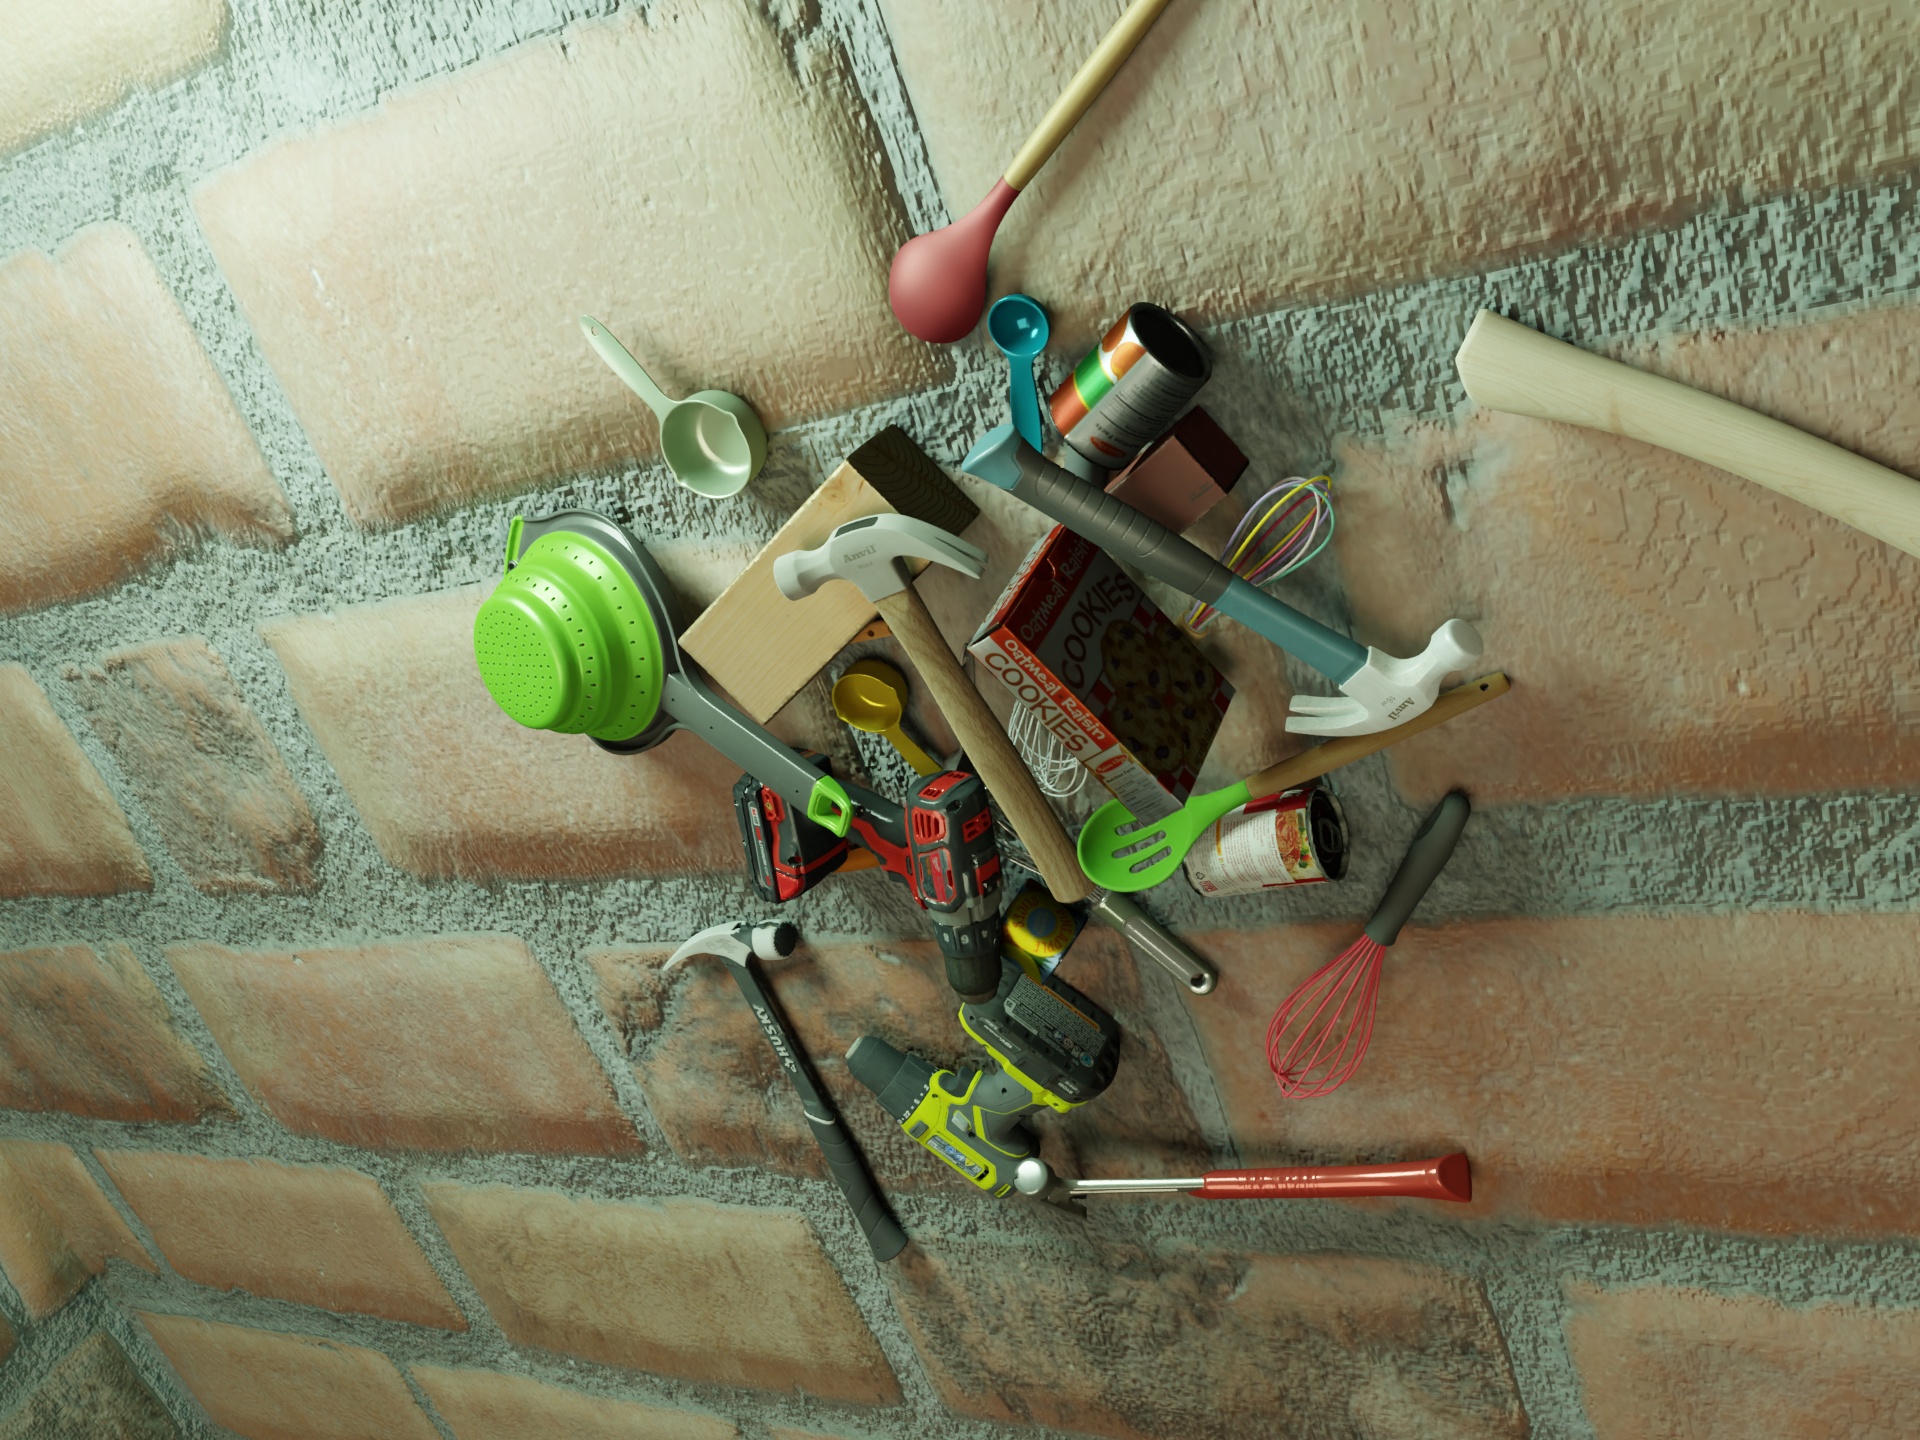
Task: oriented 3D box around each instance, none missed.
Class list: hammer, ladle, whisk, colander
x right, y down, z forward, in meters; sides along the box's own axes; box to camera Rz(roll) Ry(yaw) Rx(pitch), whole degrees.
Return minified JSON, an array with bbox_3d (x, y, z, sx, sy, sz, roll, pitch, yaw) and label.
[{"bbox_3d":[0.011,0.000,1.097,0.130,0.031,0.331,-19,119,24],"label":"hammer"},{"bbox_3d":[0.048,-0.343,0.956,0.069,0.031,0.315,42,128,-4],"label":"ladle"},{"bbox_3d":[0.472,-0.139,0.858,0.411,0.038,0.146,26,127,11],"label":"hammer"},{"bbox_3d":[0.075,-0.068,1.106,0.070,0.070,0.284,17,122,18],"label":"whisk"},{"bbox_3d":[-0.147,0.361,1.515,0.149,0.036,0.408,-8,116,33],"label":"hammer"},{"bbox_3d":[0.293,0.168,1.142,0.073,0.073,0.295,27,124,10],"label":"whisk"},{"bbox_3d":[0.152,-0.090,0.996,0.331,0.033,0.128,29,138,-8],"label":"hammer"},{"bbox_3d":[0.233,0.382,1.304,0.359,0.037,0.149,-9,153,23],"label":"hammer"},{"bbox_3d":[0.171,-0.078,1.057,0.051,0.047,0.245,37,135,0],"label":"whisk"},{"bbox_3d":[0.103,0.131,1.226,0.246,0.059,0.058,40,103,-6],"label":"whisk"},{"bbox_3d":[-0.252,-0.016,1.219,0.397,0.094,0.204,34,127,23],"label":"colander"}]

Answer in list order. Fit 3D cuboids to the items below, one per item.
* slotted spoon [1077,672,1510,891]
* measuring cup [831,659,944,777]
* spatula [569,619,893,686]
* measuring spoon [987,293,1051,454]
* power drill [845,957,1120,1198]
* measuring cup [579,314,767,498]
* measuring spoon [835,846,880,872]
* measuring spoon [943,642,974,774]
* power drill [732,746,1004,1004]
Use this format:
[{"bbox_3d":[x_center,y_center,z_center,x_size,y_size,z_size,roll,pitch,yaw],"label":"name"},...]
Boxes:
[{"bbox_3d":[0.220,0.039,1.075,0.314,0.031,0.070,-26,67,24],"label":"slotted spoon"},{"bbox_3d":[-0.037,0.013,1.241,0.062,0.029,0.156,-25,118,36],"label":"measuring cup"},{"bbox_3d":[-0.193,-0.058,1.273,0.322,0.041,0.081,-6,117,26],"label":"spatula"},{"bbox_3d":[0.045,-0.223,1.046,0.042,0.021,0.128,11,134,20],"label":"measuring spoon"},{"bbox_3d":[0.015,0.300,1.363,0.190,0.080,0.228,37,133,0],"label":"power drill"},{"bbox_3d":[-0.208,-0.235,1.154,0.167,0.038,0.083,46,130,-4],"label":"measuring cup"},{"bbox_3d":[-0.092,0.116,1.343,0.117,0.011,0.021,-15,112,30],"label":"measuring spoon"},{"bbox_3d":[-0.002,-0.004,1.203,0.018,0.034,0.124,16,122,25],"label":"measuring spoon"},{"bbox_3d":[-0.062,0.118,1.243,0.227,0.080,0.187,10,119,37],"label":"power drill"}]
